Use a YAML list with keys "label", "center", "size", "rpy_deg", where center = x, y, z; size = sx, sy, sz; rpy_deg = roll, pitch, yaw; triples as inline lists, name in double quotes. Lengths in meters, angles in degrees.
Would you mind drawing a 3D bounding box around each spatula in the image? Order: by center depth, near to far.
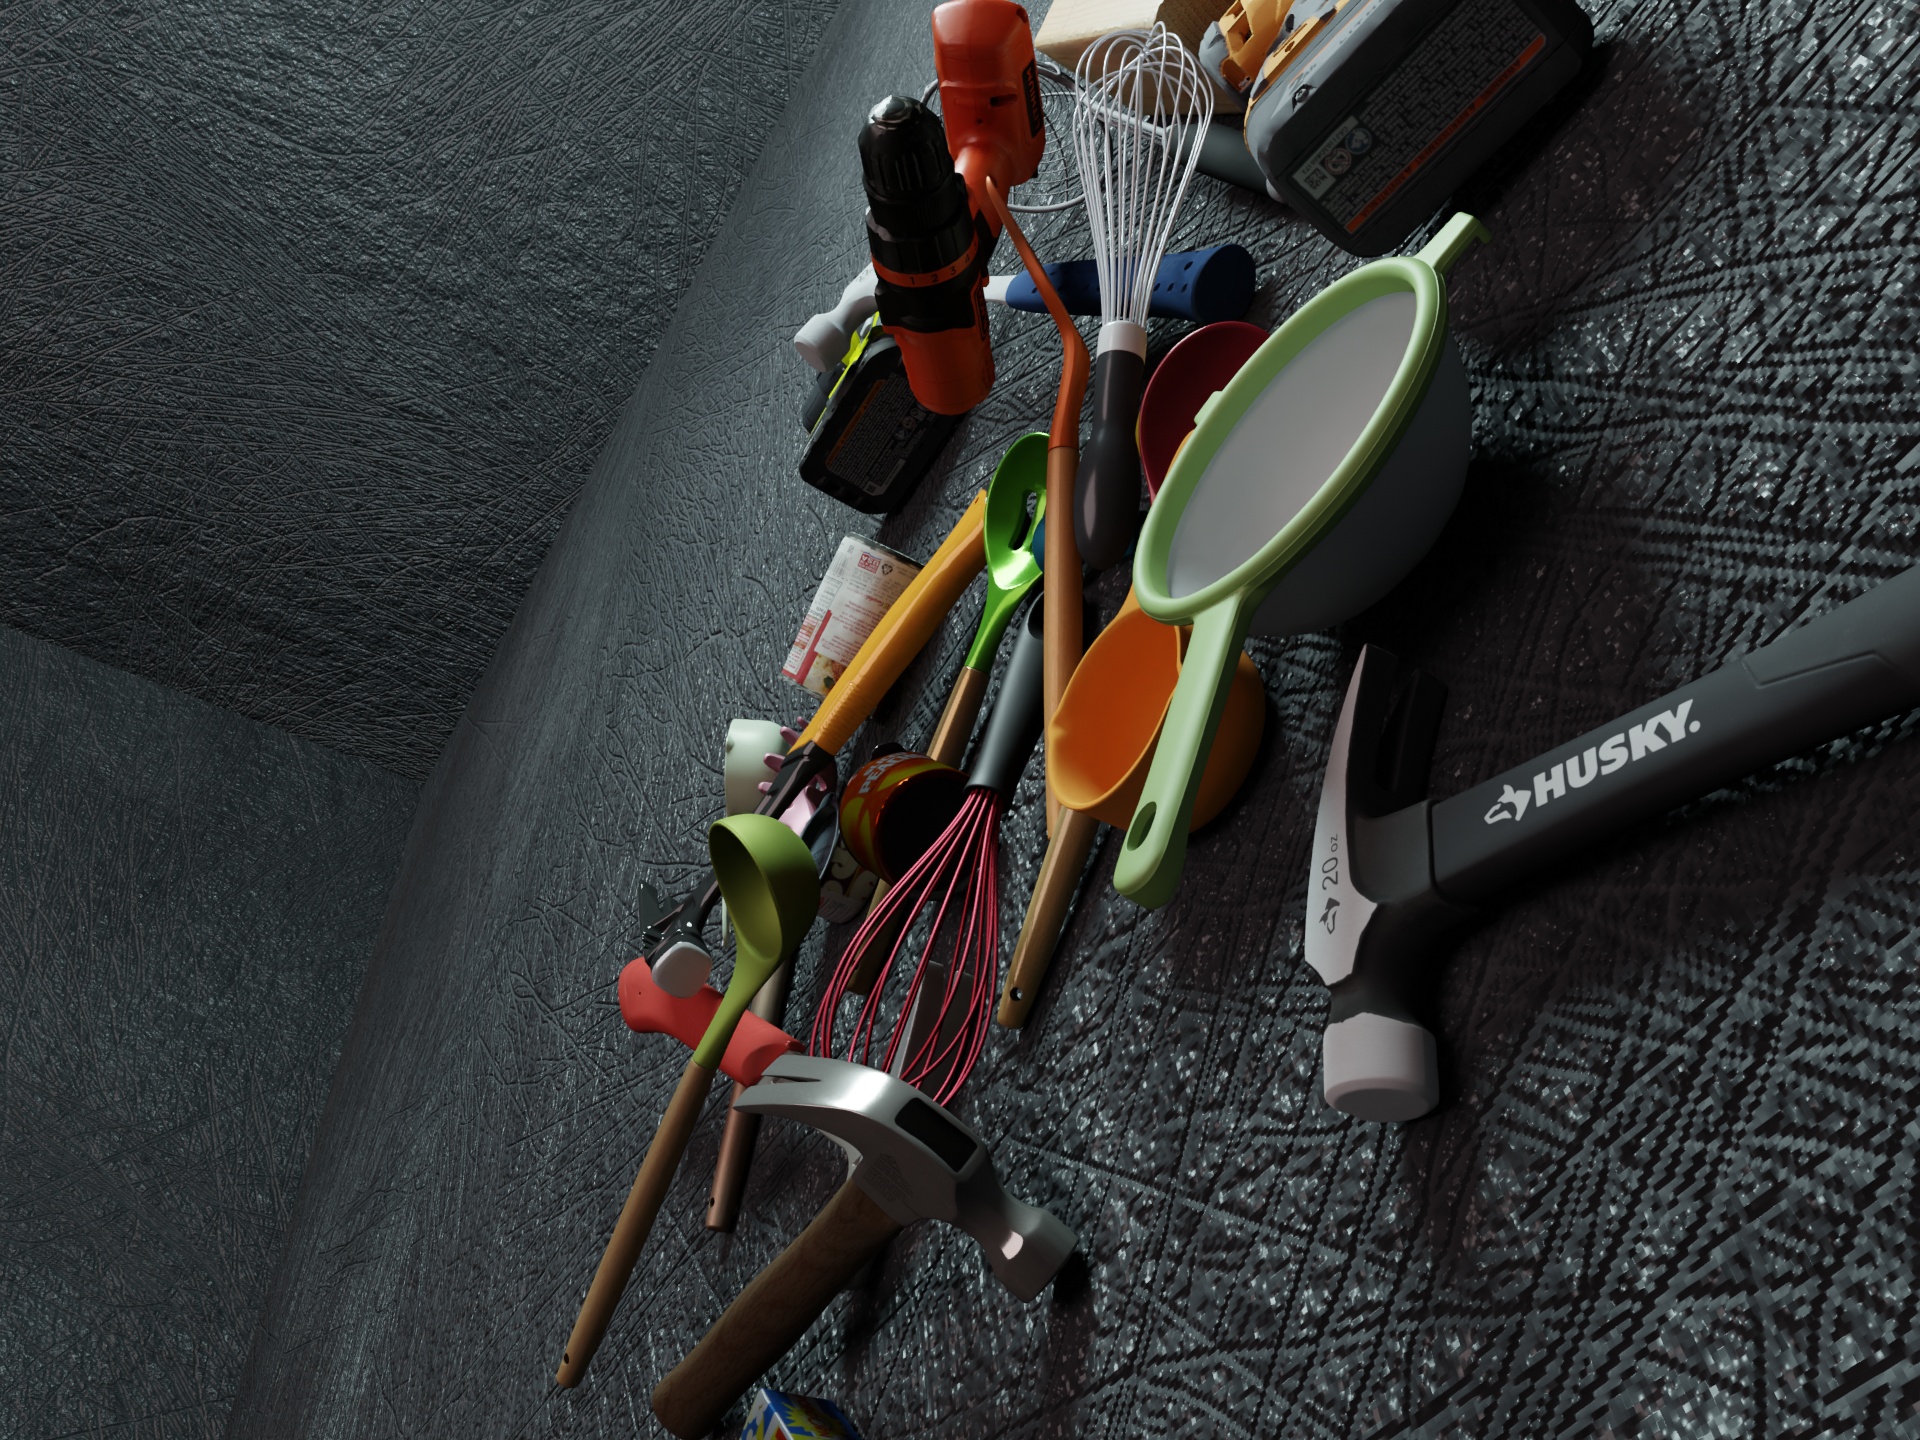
- label: "spatula"
  center: [0.040, -0.102, 0.747]
  size: [0.041, 0.081, 0.323]
  rpy_deg: [-5, 73, 20]

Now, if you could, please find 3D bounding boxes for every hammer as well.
- label: "hammer"
  center: [0.205, -0.014, 0.377]
  size: [0.334, 0.035, 0.146]
  rpy_deg: [-39, 34, 48]
- label: "hammer"
  center: [-0.075, 0.246, 0.686]
  size: [0.031, 0.130, 0.331]
  rpy_deg: [-41, -11, -45]
- label: "hammer"
  center: [-0.111, 0.170, 0.862]
  size: [0.359, 0.036, 0.149]
  rpy_deg: [9, 76, 61]
- label: "hammer"
  center: [-0.076, 0.003, 0.924]
  size: [0.337, 0.034, 0.127]
  rpy_deg: [-52, 22, 3]
- label: "hammer"
  center: [0.033, -0.257, 0.930]
  size: [0.144, 0.035, 0.406]
  rpy_deg: [-49, 31, -10]

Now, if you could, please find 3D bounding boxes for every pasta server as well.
- label: "pasta server"
  center: [-0.118, 0.144, 0.955]
  size: [0.060, 0.040, 0.316]
  rpy_deg: [-30, 42, 48]

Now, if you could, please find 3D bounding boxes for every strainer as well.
- label: "strainer"
  center: [0.115, -0.040, 0.536]
  size: [0.151, 0.069, 0.256]
  rpy_deg: [-30, 32, 56]

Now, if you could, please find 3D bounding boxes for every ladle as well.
- label: "ladle"
  center: [0.073, -0.018, 0.684]
  size: [0.315, 0.069, 0.031]
  rpy_deg: [-71, -19, -1]
- label: "ladle"
  center: [-0.152, 0.198, 0.817]
  size: [0.078, 0.062, 0.320]
  rpy_deg: [29, 96, 51]

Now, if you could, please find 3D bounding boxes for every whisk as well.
- label: "whisk"
  center: [0.007, 0.052, 0.715]
  size: [0.073, 0.073, 0.296]
  rpy_deg: [-34, 29, 54]
- label: "whisk"
  center: [0.079, -0.203, 0.743]
  size: [0.070, 0.070, 0.285]
  rpy_deg: [-23, 57, 60]

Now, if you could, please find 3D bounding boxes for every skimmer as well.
- label: "skimmer"
  center: [0.080, -0.312, 0.903]
  size: [0.090, 0.127, 0.364]
  rpy_deg: [-53, 33, 10]

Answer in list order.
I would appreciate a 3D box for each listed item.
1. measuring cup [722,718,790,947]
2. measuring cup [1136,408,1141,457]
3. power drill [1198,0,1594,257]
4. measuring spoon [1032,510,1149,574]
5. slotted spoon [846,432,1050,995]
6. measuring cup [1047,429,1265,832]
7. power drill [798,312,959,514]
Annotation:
- label: "measuring cup"
  center: [-0.135, 0.074, 1.048]
  size: [0.083, 0.038, 0.168]
  rpy_deg: [90, 179, -55]
- label: "measuring cup"
  center: [0.095, -0.098, 0.724]
  size: [0.062, 0.029, 0.157]
  rpy_deg: [-29, 43, 57]
- label: "power drill"
  center: [0.189, -0.309, 0.664]
  size: [0.185, 0.084, 0.226]
  rpy_deg: [-43, 25, 29]
- label: "measuring spoon"
  center: [0.061, -0.089, 0.763]
  size: [0.129, 0.021, 0.042]
  rpy_deg: [-173, 90, -72]
- label: "slotted spoon"
  center: [-0.001, -0.003, 0.851]
  size: [0.070, 0.031, 0.314]
  rpy_deg: [17, 86, 47]
- label: "measuring cup"
  center: [0.091, -0.035, 0.640]
  size: [0.095, 0.052, 0.174]
  rpy_deg: [-23, 45, 60]
- label: "power drill"
  center: [-0.065, -0.253, 1.196]
  size: [0.190, 0.080, 0.229]
  rpy_deg: [-52, 23, 29]
